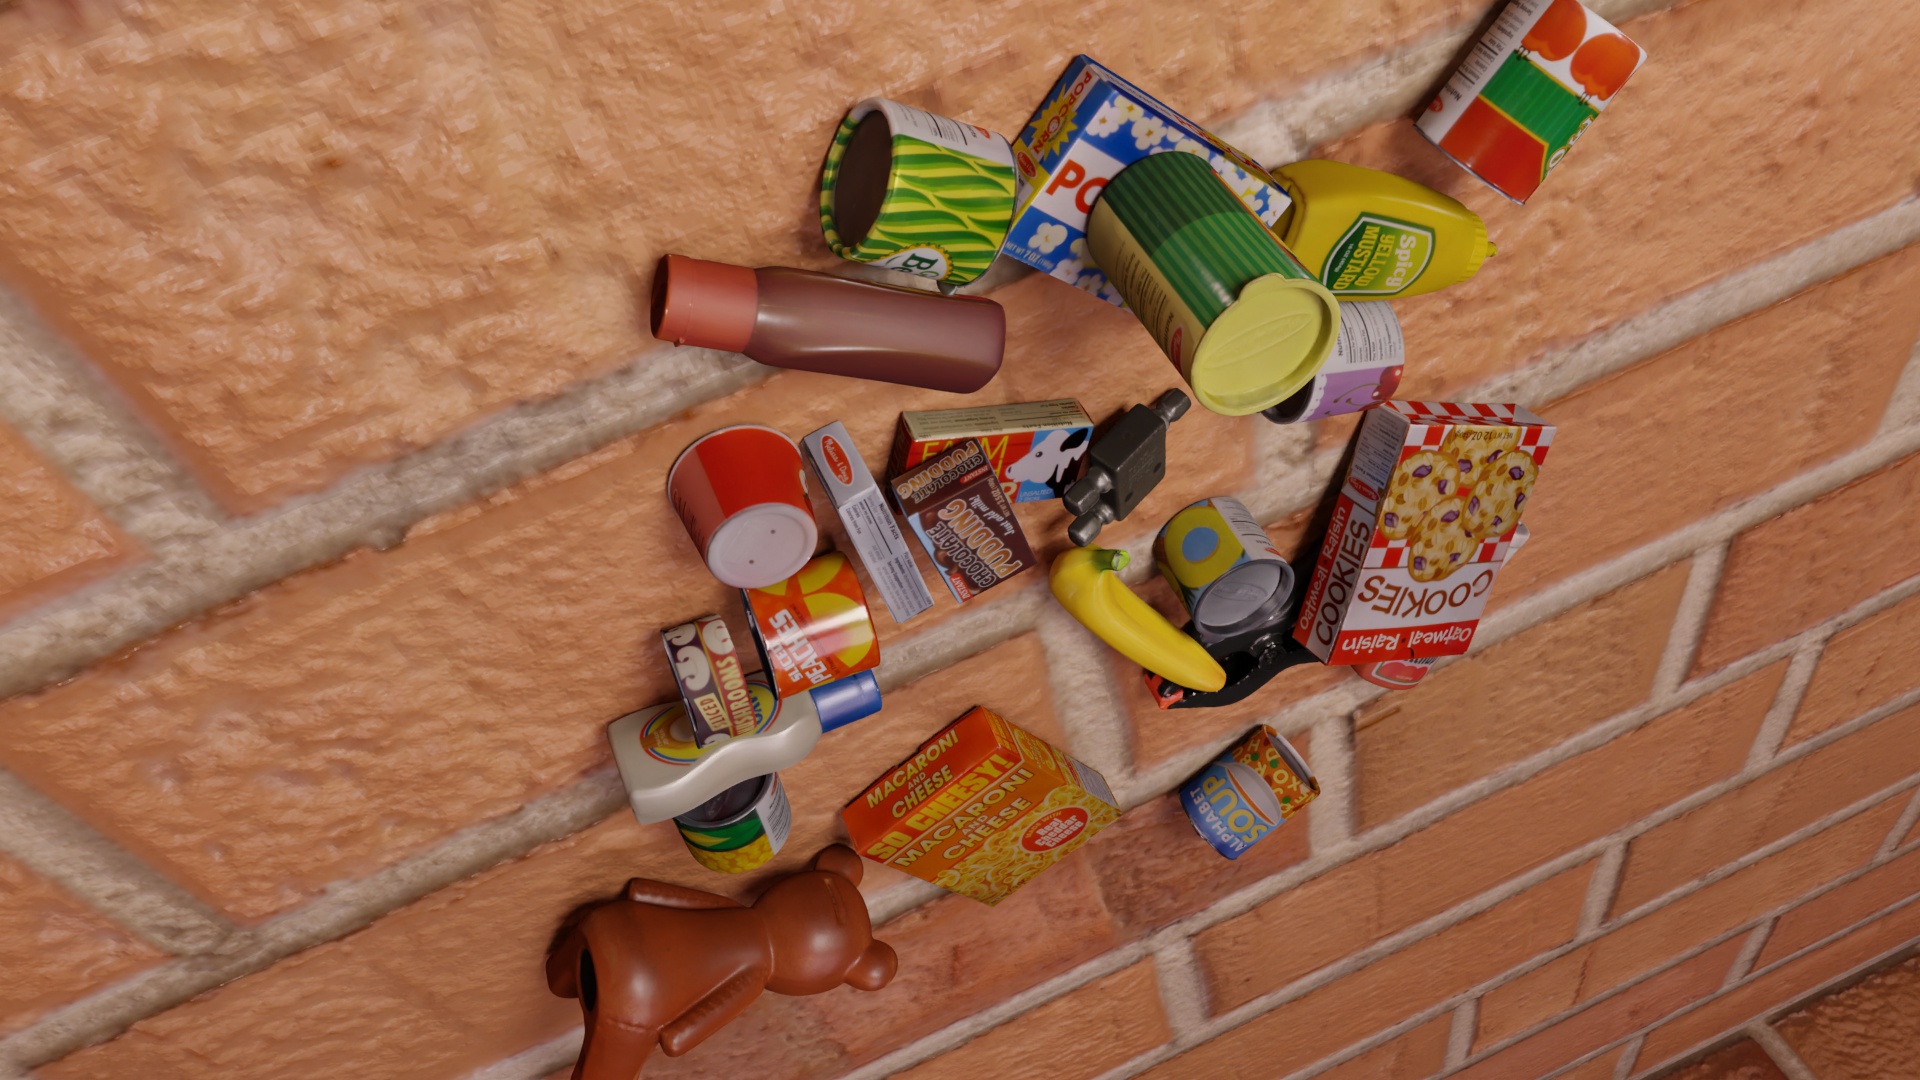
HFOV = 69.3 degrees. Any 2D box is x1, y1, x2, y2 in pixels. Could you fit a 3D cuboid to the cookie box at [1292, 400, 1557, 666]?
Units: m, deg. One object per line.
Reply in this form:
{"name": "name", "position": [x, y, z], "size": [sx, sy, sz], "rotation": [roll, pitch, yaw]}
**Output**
{"name": "cookie box", "position": [0.290, -0.003, 0.873], "size": [0.123, 0.040, 0.166], "rotation": [-2, 118, -27]}

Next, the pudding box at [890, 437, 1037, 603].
{"name": "pudding box", "position": [0.003, -0.009, 0.709], "size": [0.050, 0.030, 0.083], "rotation": [-27, 141, 1]}

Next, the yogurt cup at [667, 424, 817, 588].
{"name": "yogurt cup", "position": [-0.102, -0.014, 0.669], "size": [0.072, 0.054, 0.072], "rotation": [-15, 137, -14]}

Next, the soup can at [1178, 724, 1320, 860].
{"name": "soup can", "position": [0.215, 0.188, 1.038], "size": [0.083, 0.071, 0.071], "rotation": [-42, 137, 15]}

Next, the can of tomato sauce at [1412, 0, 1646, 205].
{"name": "can of tomato sauce", "position": [0.269, -0.211, 0.656], "size": [0.071, 0.071, 0.082], "rotation": [13, 125, -37]}

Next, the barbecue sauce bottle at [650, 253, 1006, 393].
{"name": "barbecue sauce bottle", "position": [-0.058, -0.095, 0.608], "size": [0.149, 0.065, 0.043], "rotation": [5, 86, -24]}

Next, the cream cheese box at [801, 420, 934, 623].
{"name": "cream cheese box", "position": [-0.046, -0.007, 0.706], "size": [0.024, 0.053, 0.103], "rotation": [-27, 140, -3]}

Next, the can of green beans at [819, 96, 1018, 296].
{"name": "can of green beans", "position": [-0.018, -0.143, 0.572], "size": [0.058, 0.071, 0.071], "rotation": [7, 129, -33]}

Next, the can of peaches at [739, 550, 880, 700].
{"name": "can of peaches", "position": [-0.079, 0.045, 0.729], "size": [0.058, 0.071, 0.071], "rotation": [-18, 138, -13]}

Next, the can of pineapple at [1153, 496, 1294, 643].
{"name": "can of pineapple", "position": [0.156, 0.017, 0.838], "size": [0.071, 0.058, 0.070], "rotation": [-15, 138, -14]}

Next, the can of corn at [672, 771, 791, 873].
{"name": "can of corn", "position": [-0.139, 0.153, 0.813], "size": [0.071, 0.071, 0.058], "rotation": [-20, 139, -9]}

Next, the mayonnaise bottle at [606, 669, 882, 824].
{"name": "mayonnaise bottle", "position": [-0.119, 0.105, 0.779], "size": [0.148, 0.065, 0.041], "rotation": [-20, 135, -15]}

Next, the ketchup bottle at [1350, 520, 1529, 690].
{"name": "ketchup bottle", "position": [0.334, 0.039, 0.969], "size": [0.065, 0.044, 0.148], "rotation": [11, 126, -29]}

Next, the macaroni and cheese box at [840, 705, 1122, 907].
{"name": "macaroni and cheese box", "position": [0.017, 0.186, 0.950], "size": [0.123, 0.040, 0.166], "rotation": [-39, 139, 13]}

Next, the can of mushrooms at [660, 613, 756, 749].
{"name": "can of mushrooms", "position": [-0.132, 0.075, 0.731], "size": [0.033, 0.071, 0.070], "rotation": [-18, 138, -14]}

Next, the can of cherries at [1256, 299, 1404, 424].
{"name": "can of cherries", "position": [0.190, -0.097, 0.735], "size": [0.058, 0.072, 0.071], "rotation": [-11, 137, -20]}

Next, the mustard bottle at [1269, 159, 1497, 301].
{"name": "mustard bottle", "position": [0.218, -0.153, 0.703], "size": [0.160, 0.049, 0.065], "rotation": [-2, 135, -27]}

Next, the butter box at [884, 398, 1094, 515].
{"name": "butter box", "position": [0.014, -0.044, 0.724], "size": [0.104, 0.024, 0.052], "rotation": [-7, 135, -23]}

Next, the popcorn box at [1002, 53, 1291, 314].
{"name": "popcorn box", "position": [0.079, -0.154, 0.634], "size": [0.127, 0.038, 0.085], "rotation": [16, 123, -39]}

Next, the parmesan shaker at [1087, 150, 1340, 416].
{"name": "parmesan shaker", "position": [0.103, -0.112, 0.580], "size": [0.071, 0.103, 0.071], "rotation": [-15, 138, -14]}
